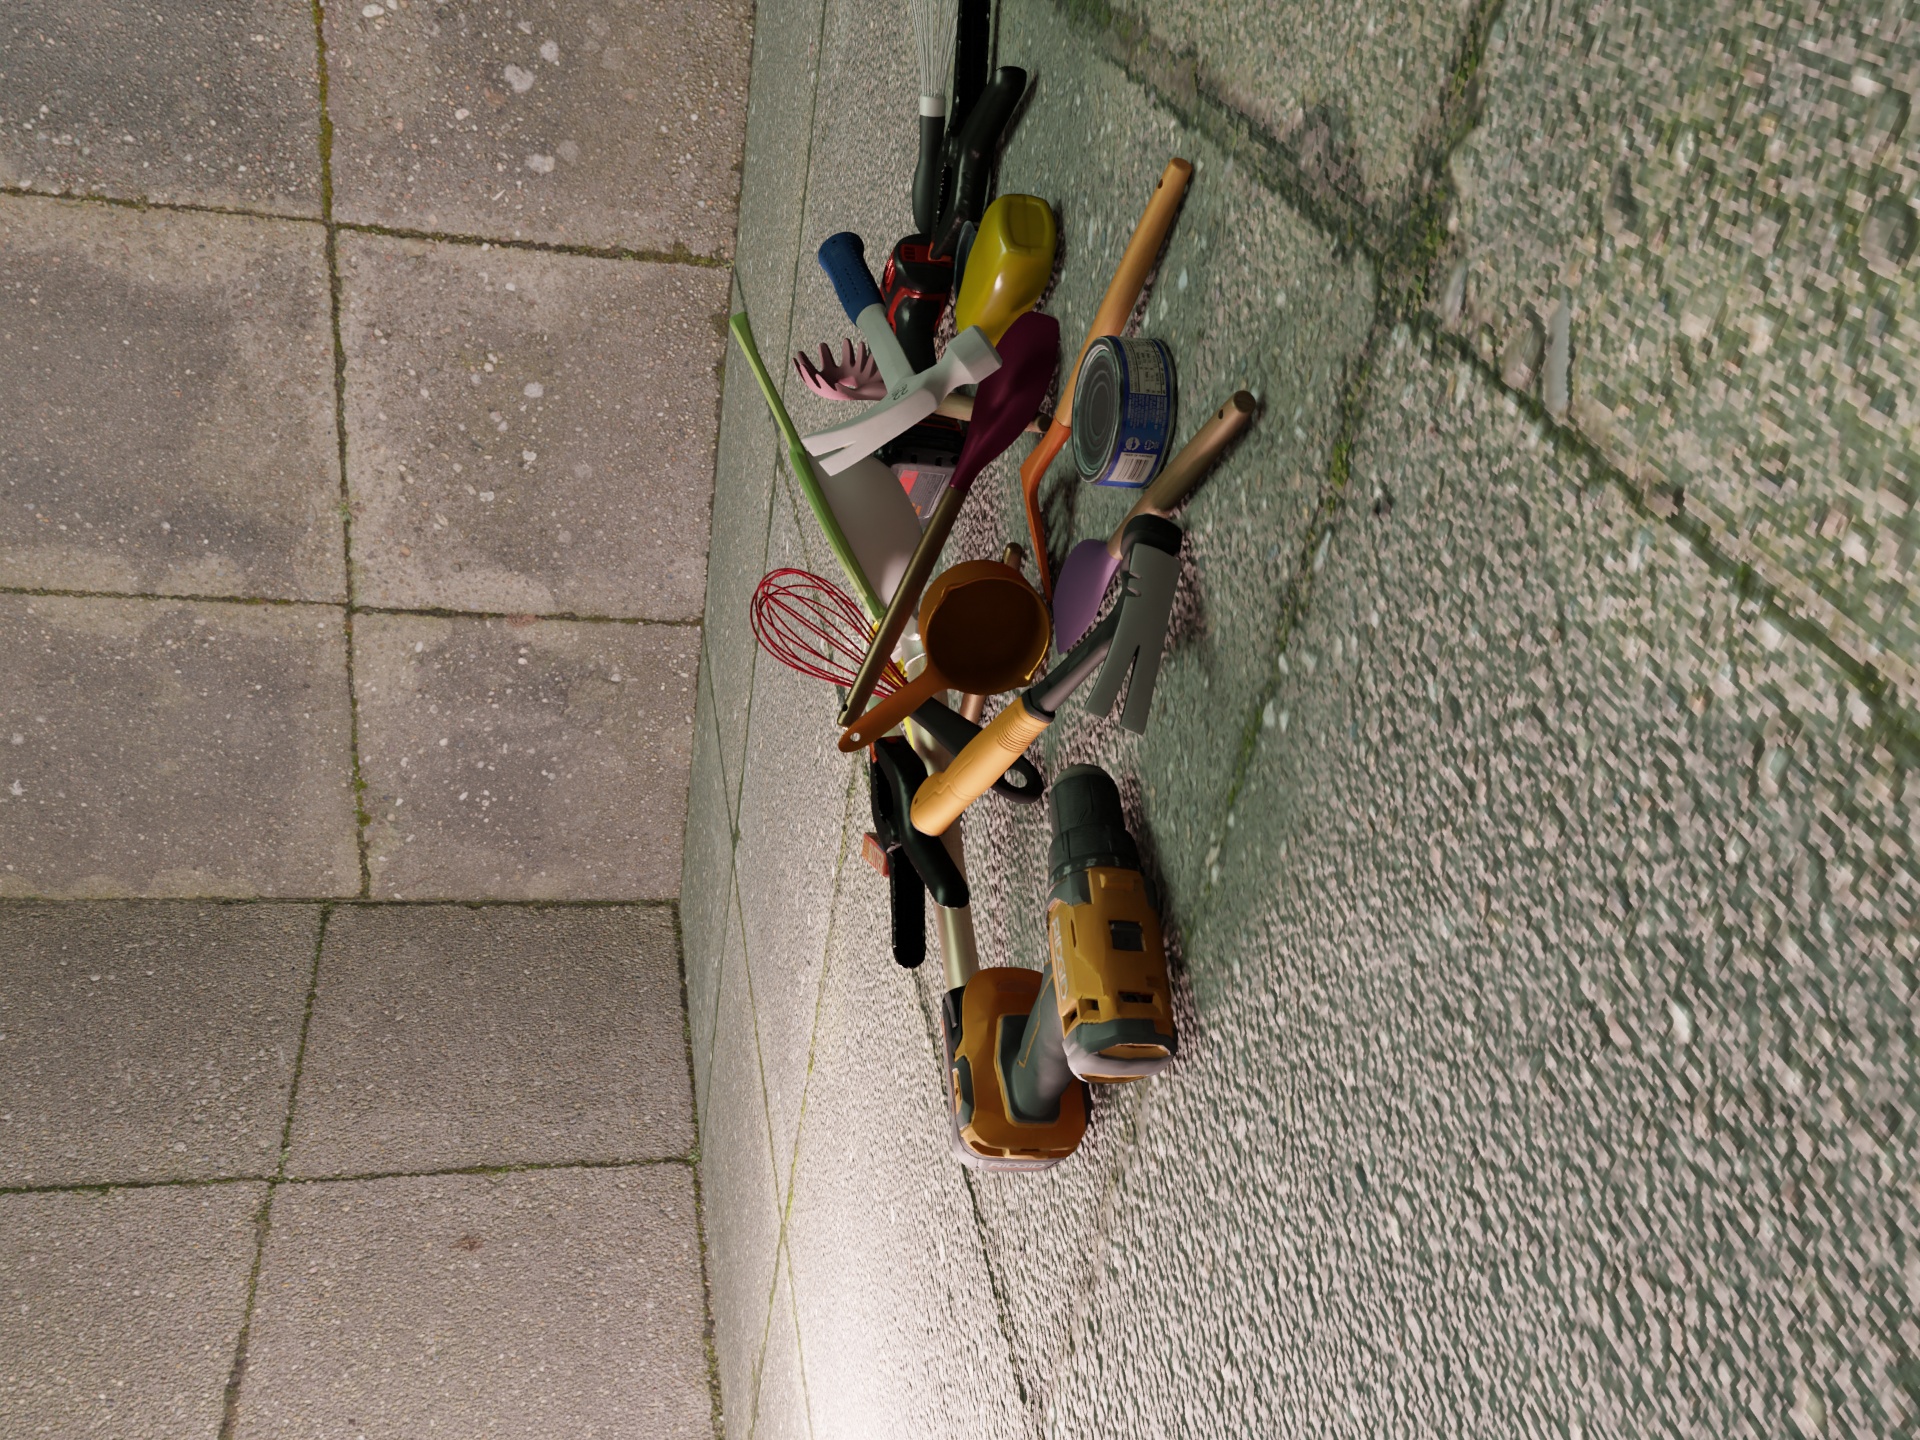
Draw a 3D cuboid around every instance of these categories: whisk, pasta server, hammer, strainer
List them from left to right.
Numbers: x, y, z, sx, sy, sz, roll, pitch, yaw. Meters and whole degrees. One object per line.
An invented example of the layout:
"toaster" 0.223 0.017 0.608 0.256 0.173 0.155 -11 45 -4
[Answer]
"strainer" -0.092 -0.203 1.222 0.152 0.069 0.256 -109 -6 -73
"hammer" -0.073 -0.306 1.229 0.035 0.144 0.406 51 -170 -31
"whisk" -0.081 -0.019 1.545 0.057 0.059 0.247 51 -173 -36
"whisk" -0.050 -0.025 1.152 0.296 0.073 0.073 36 132 29
"pasta server" -0.032 -0.251 1.206 0.316 0.060 0.040 26 136 52
"whisk" -0.021 -0.555 1.345 0.070 0.070 0.284 -113 23 -58
"hammer" -0.013 0.114 1.196 0.146 0.038 0.411 146 119 -61
"hammer" 0.036 0.008 0.962 0.336 0.034 0.127 133 156 -58

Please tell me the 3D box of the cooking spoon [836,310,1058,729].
"cooking spoon" -0.013 -0.137 1.108 0.069 0.017 0.319 31 98 45

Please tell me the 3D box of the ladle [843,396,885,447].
"ladle" -0.087 -0.228 1.308 0.315 0.031 0.069 174 99 -76

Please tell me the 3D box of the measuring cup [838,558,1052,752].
"measuring cup" -0.019 -0.041 1.097 0.173 0.095 0.052 -37 26 9

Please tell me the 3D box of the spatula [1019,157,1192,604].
"spatula" 0.082 -0.203 0.980 0.322 0.041 0.081 115 152 -48

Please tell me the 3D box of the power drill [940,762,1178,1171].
"power drill" 0.055 0.151 0.943 0.226 0.084 0.186 117 153 -51

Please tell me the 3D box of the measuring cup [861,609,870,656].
"measuring cup" -0.068 -0.119 1.515 0.167 0.038 0.083 105 160 -48

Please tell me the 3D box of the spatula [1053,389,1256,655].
"spatula" 0.099 -0.111 0.909 0.316 0.018 0.060 131 138 -69

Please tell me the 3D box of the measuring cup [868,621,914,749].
"measuring cup" -0.039 -0.020 1.405 0.062 0.029 0.156 -31 74 48

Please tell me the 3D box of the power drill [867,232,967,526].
"power drill" -0.048 -0.281 1.381 0.187 0.080 0.227 122 149 -62

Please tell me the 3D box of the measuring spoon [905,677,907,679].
"measuring spoon" -0.041 -0.065 1.430 0.042 0.021 0.128 -108 24 -52

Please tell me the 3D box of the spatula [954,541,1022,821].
"spatula" -0.002 -0.004 1.235 0.082 0.044 0.317 -117 32 -44
